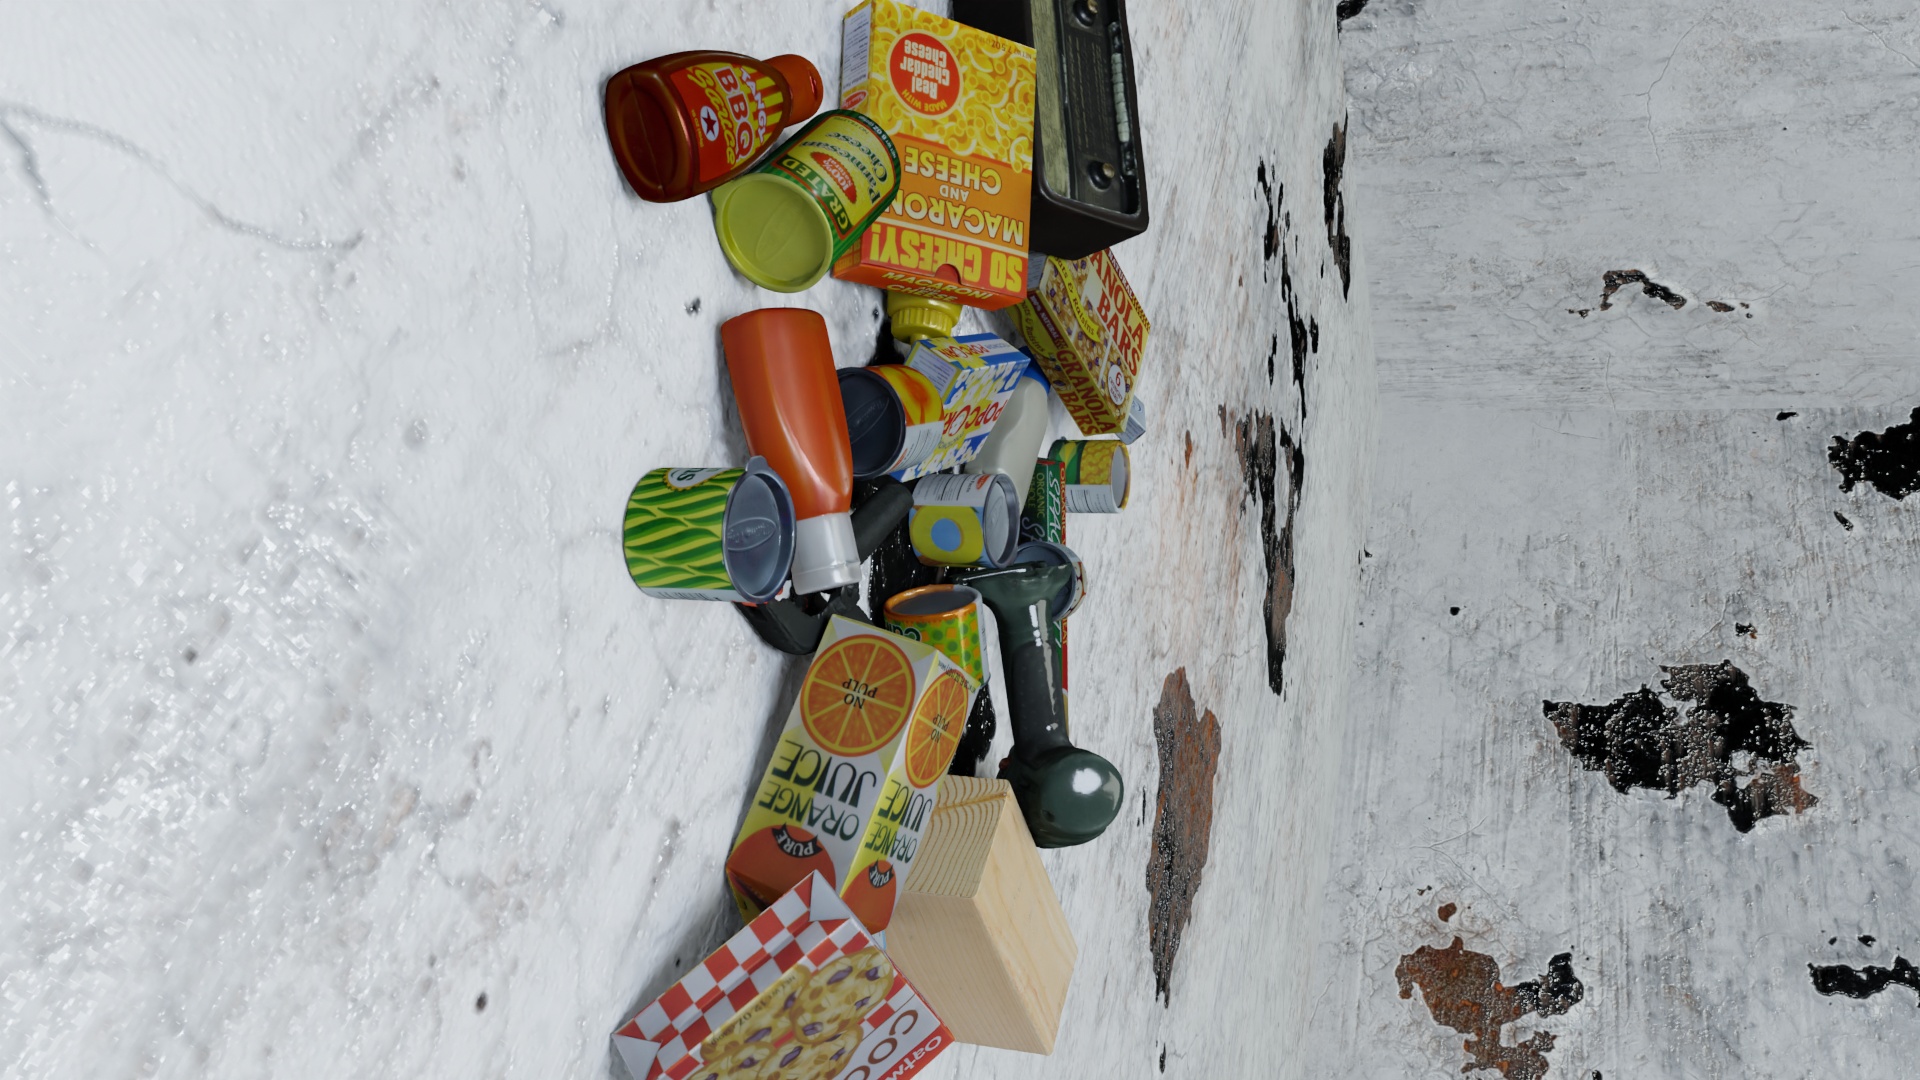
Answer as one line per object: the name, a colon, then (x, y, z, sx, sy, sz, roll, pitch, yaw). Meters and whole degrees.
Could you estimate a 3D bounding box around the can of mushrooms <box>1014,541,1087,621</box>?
can of mushrooms: (0.065, 0.036, 1.102, 0.033, 0.071, 0.071, -1, 92, -68)

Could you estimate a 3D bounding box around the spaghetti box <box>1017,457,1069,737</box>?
spaghetti box: (0.069, 0.056, 1.158, 0.050, 0.028, 0.249, -14, 104, -67)

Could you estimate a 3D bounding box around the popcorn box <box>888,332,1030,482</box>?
popcorn box: (-0.008, -0.090, 0.913, 0.085, 0.038, 0.127, -59, 166, 21)

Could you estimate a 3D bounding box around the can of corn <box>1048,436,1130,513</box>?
can of corn: (0.114, -0.059, 1.221, 0.071, 0.058, 0.071, 0, 91, -67)

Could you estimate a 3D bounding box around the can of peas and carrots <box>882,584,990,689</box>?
can of peas and carrots: (-0.018, 0.066, 0.913, 0.071, 0.071, 0.058, -37, 124, -62)

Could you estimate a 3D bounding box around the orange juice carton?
orange juice carton: (-0.064, 0.147, 0.770, 0.193, 0.073, 0.071, -68, 153, -13)

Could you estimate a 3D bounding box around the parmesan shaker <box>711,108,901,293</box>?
parmesan shaker: (-0.082, -0.188, 0.754, 0.103, 0.071, 0.071, -60, 144, -49)

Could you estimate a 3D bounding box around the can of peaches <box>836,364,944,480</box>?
can of peaches: (-0.051, -0.074, 0.828, 0.058, 0.071, 0.071, -20, 109, -65)

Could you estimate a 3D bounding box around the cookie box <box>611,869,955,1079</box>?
cookie box: (-0.084, 0.256, 0.715, 0.123, 0.040, 0.166, -38, 138, -11)

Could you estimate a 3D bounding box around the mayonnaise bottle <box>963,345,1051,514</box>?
mayonnaise bottle: (0.042, -0.089, 1.076, 0.064, 0.041, 0.149, 66, 32, -44)

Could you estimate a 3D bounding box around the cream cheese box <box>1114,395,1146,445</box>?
cream cheese box: (0.119, -0.133, 1.201, 0.103, 0.024, 0.053, 43, 26, -21)

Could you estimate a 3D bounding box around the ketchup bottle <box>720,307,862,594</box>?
ketchup bottle: (-0.084, -0.047, 0.737, 0.065, 0.043, 0.149, -7, 84, -58)

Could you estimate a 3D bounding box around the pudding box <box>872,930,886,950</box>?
pudding box: (-0.071, 0.221, 0.836, 0.050, 0.030, 0.083, -37, 125, -60)

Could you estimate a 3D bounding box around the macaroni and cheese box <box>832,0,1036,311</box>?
macaroni and cheese box: (-0.014, -0.237, 0.864, 0.124, 0.040, 0.166, 5, 84, -34)

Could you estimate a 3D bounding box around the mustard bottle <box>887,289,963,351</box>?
mustard bottle: (-0.020, -0.180, 0.916, 0.065, 0.049, 0.160, 29, 64, -58)

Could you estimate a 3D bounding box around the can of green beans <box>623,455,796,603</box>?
can of green beans: (-0.121, -0.003, 0.675, 0.071, 0.058, 0.071, 0, 91, -67)

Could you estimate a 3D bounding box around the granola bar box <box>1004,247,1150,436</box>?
granola bar box: (0.094, -0.182, 1.103, 0.165, 0.039, 0.125, 52, 43, -42)

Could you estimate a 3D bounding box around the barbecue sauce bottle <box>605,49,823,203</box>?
barbecue sauce bottle: (-0.117, -0.215, 0.695, 0.149, 0.043, 0.064, -50, 132, -56)

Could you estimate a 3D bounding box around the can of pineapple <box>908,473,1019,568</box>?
can of pineapple: (0.003, -0.012, 0.966, 0.071, 0.058, 0.071, 0, 91, -67)
